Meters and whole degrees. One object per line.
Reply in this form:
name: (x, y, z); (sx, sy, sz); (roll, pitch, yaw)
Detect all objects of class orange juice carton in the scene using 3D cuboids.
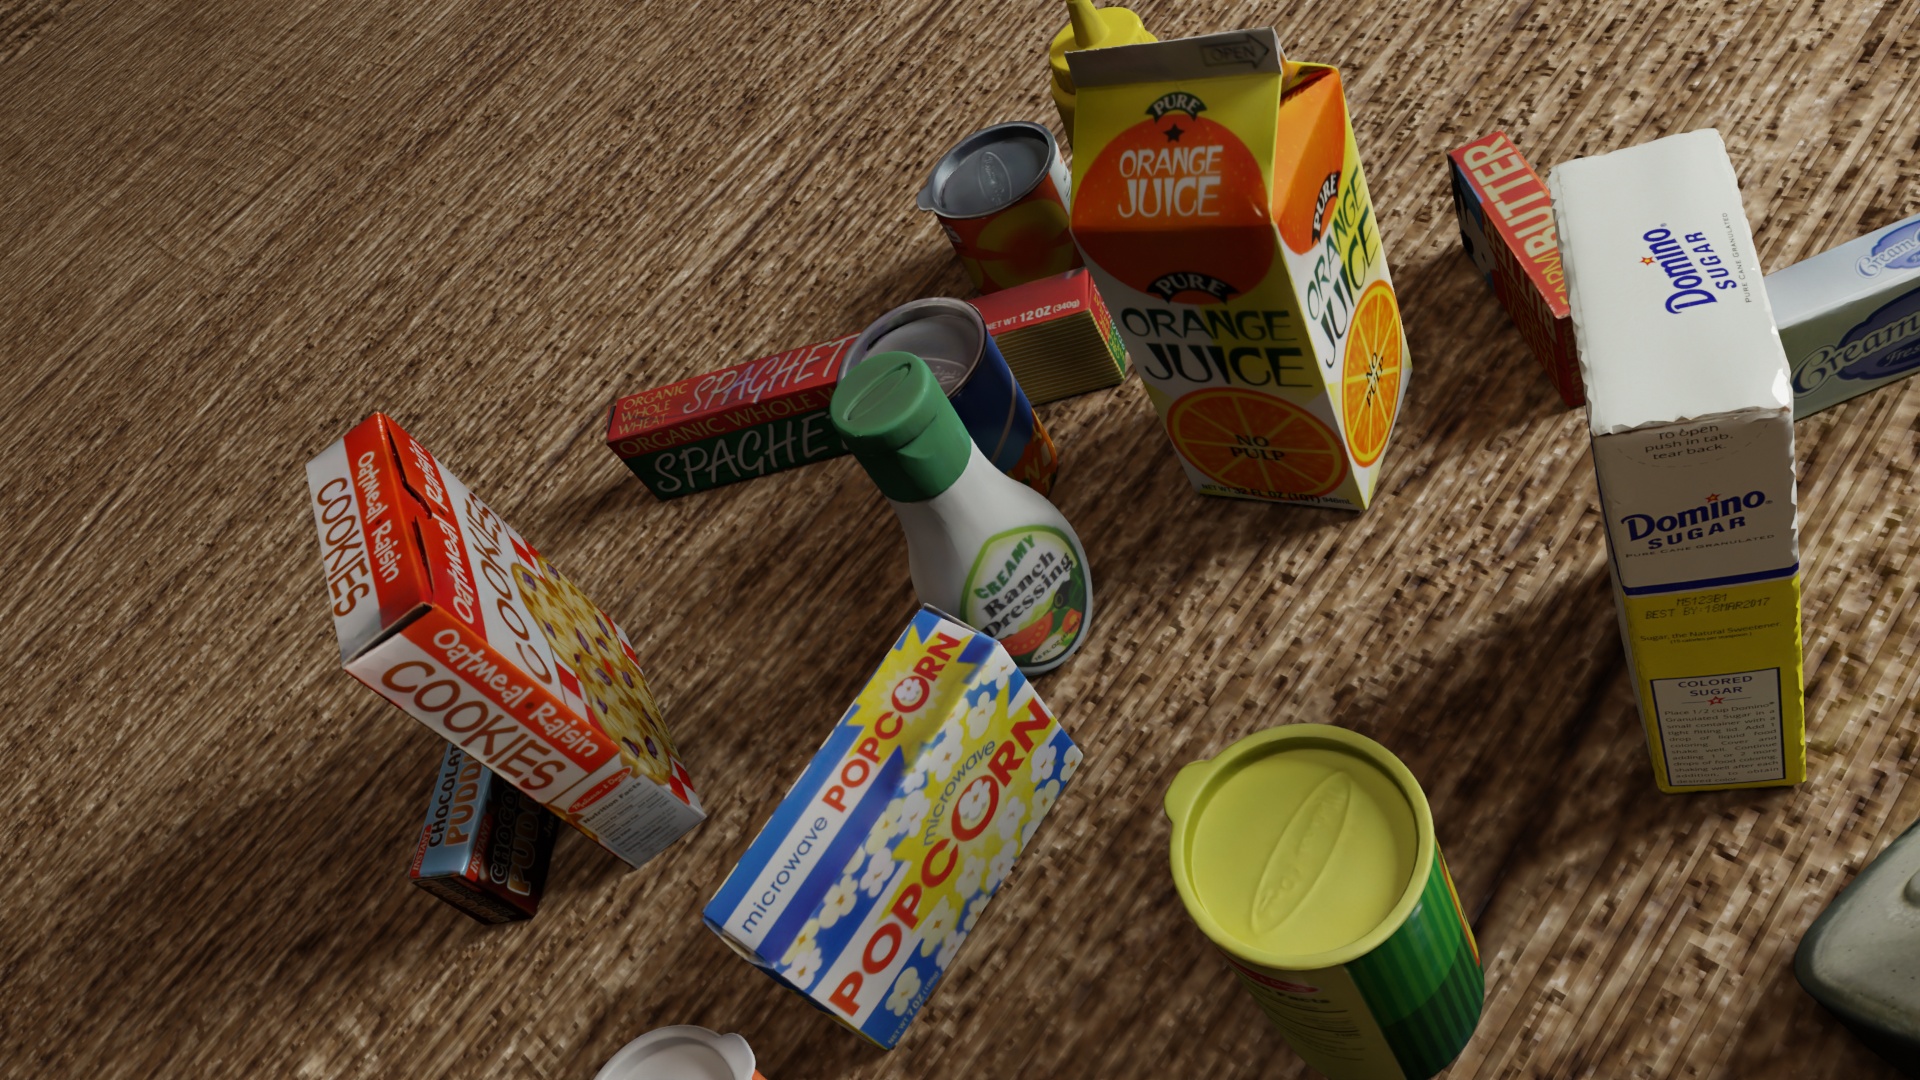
orange juice carton: (0.099, -0.096, 0.486); (0.072, 0.192, 0.073); (8, 59, 33)

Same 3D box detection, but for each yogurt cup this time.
yogurt cup: (-0.084, 0.198, 0.448); (0.072, 0.053, 0.073); (-15, 49, 18)

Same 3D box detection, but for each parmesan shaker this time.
parmesan shaker: (0.103, 0.103, 0.387); (0.071, 0.102, 0.072); (-15, 49, 18)

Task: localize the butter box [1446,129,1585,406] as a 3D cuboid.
butter box: (0.217, -0.104, 0.524); (0.024, 0.053, 0.104); (-22, 47, 12)

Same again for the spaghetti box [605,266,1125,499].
spaghetti box: (-0.049, -0.068, 0.644); (0.250, 0.050, 0.029); (-13, 50, 20)

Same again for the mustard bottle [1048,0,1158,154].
mustard bottle: (0.071, -0.171, 0.583); (0.049, 0.159, 0.065); (-35, 46, 1)

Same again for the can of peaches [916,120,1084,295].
can of peaches: (0.023, -0.157, 0.669); (0.071, 0.058, 0.071); (-15, 49, 18)

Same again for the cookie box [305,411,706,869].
cookie box: (-0.176, 0.041, 0.545); (0.040, 0.167, 0.123); (-36, 46, -1)

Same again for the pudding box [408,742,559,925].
pudding box: (-0.194, 0.111, 0.581); (0.030, 0.049, 0.084); (-12, 50, 20)

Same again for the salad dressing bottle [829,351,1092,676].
salad dressing bottle: (0.002, -0.006, 0.499); (0.064, 0.147, 0.044); (-42, 46, -7)

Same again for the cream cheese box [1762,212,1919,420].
cream cheese box: (0.310, -0.079, 0.453); (0.104, 0.053, 0.024); (-23, 47, 11)

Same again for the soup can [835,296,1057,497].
soup can: (-0.005, -0.047, 0.579); (0.071, 0.083, 0.072); (-15, 49, 18)

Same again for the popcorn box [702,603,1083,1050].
popcorn box: (-0.019, 0.098, 0.470); (0.038, 0.085, 0.127); (21, 67, 39)
